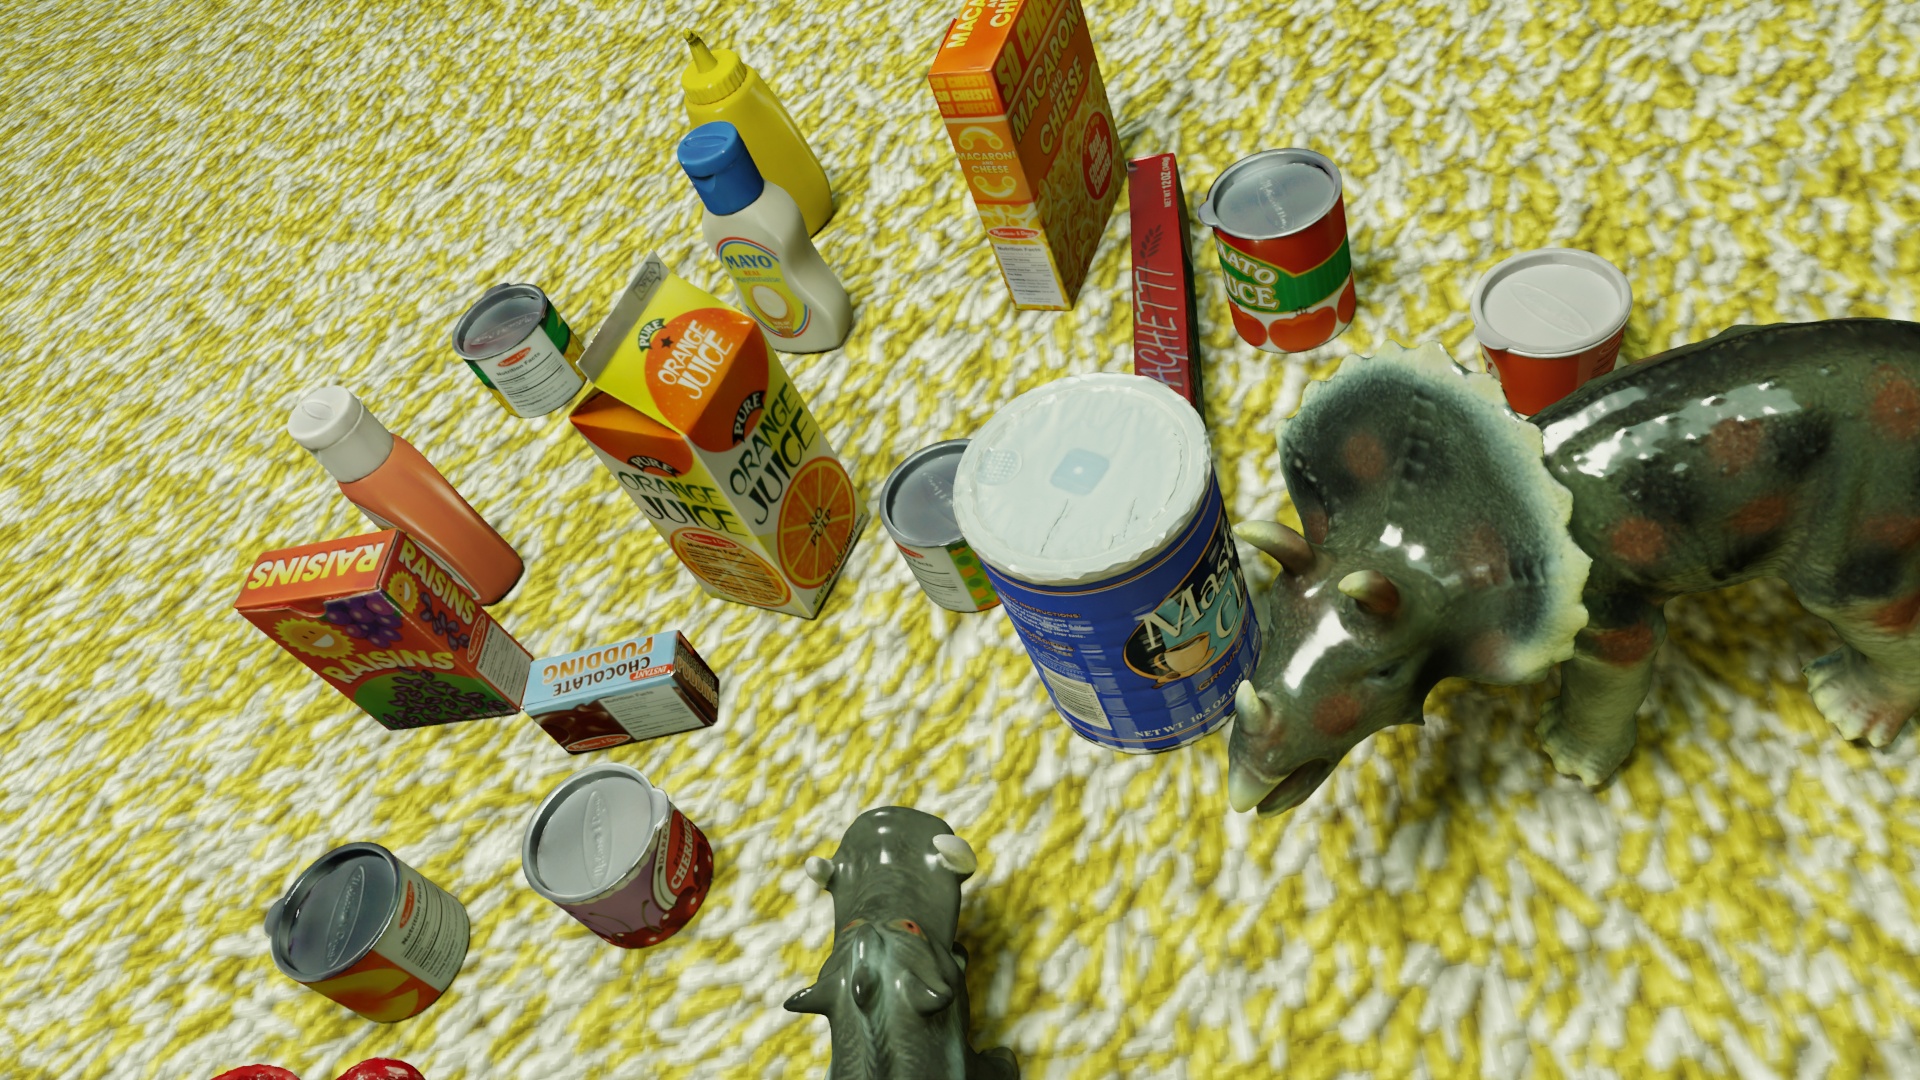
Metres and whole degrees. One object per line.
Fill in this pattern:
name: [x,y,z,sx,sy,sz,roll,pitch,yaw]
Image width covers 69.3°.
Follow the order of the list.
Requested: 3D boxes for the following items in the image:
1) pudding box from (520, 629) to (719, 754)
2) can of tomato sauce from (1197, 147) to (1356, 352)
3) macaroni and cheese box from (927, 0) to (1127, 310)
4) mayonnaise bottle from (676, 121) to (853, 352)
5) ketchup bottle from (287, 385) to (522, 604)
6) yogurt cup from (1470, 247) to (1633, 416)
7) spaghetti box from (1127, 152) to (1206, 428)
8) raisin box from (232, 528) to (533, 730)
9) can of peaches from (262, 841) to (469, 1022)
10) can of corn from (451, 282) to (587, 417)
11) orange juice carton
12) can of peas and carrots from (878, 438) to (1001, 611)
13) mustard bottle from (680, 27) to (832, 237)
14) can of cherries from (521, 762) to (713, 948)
pudding box: [-0.169,0.076,0.694,0.083,0.049,0.030,-13,50,12]
can of tomato sauce: [0.165,-0.147,0.714,0.071,0.082,0.071,-11,50,14]
macaroni and cheese box: [0.042,-0.230,0.774,0.040,0.165,0.124,5,56,26]
mayonnaise bottle: [-0.116,-0.172,0.804,0.065,0.147,0.041,5,56,26]
ketchup bottle: [-0.304,-0.024,0.762,0.065,0.148,0.044,18,62,32]
yogurt cup: [0.274,-0.094,0.647,0.072,0.053,0.073,-11,50,14]
spaghetti box: [0.108,-0.104,0.725,0.028,0.050,0.251,-9,51,16]
raisin box: [-0.293,0.049,0.717,0.086,0.123,0.040,-8,51,17]
can of peaches: [-0.275,0.183,0.647,0.071,0.057,0.071,-11,50,14]
can of corn: [-0.281,-0.123,0.892,0.071,0.058,0.071,-11,50,14]
orange juice carton: [-0.121,-0.047,0.677,0.073,0.192,0.072,9,58,28]
can of peas and carrots: [0.002,-0.009,0.686,0.071,0.058,0.071,-11,50,14]
mustard bottle: [-0.135,-0.256,0.871,0.065,0.159,0.049,-41,50,-12]
can of cherries: [-0.151,0.143,0.628,0.071,0.058,0.072,-11,50,14]
